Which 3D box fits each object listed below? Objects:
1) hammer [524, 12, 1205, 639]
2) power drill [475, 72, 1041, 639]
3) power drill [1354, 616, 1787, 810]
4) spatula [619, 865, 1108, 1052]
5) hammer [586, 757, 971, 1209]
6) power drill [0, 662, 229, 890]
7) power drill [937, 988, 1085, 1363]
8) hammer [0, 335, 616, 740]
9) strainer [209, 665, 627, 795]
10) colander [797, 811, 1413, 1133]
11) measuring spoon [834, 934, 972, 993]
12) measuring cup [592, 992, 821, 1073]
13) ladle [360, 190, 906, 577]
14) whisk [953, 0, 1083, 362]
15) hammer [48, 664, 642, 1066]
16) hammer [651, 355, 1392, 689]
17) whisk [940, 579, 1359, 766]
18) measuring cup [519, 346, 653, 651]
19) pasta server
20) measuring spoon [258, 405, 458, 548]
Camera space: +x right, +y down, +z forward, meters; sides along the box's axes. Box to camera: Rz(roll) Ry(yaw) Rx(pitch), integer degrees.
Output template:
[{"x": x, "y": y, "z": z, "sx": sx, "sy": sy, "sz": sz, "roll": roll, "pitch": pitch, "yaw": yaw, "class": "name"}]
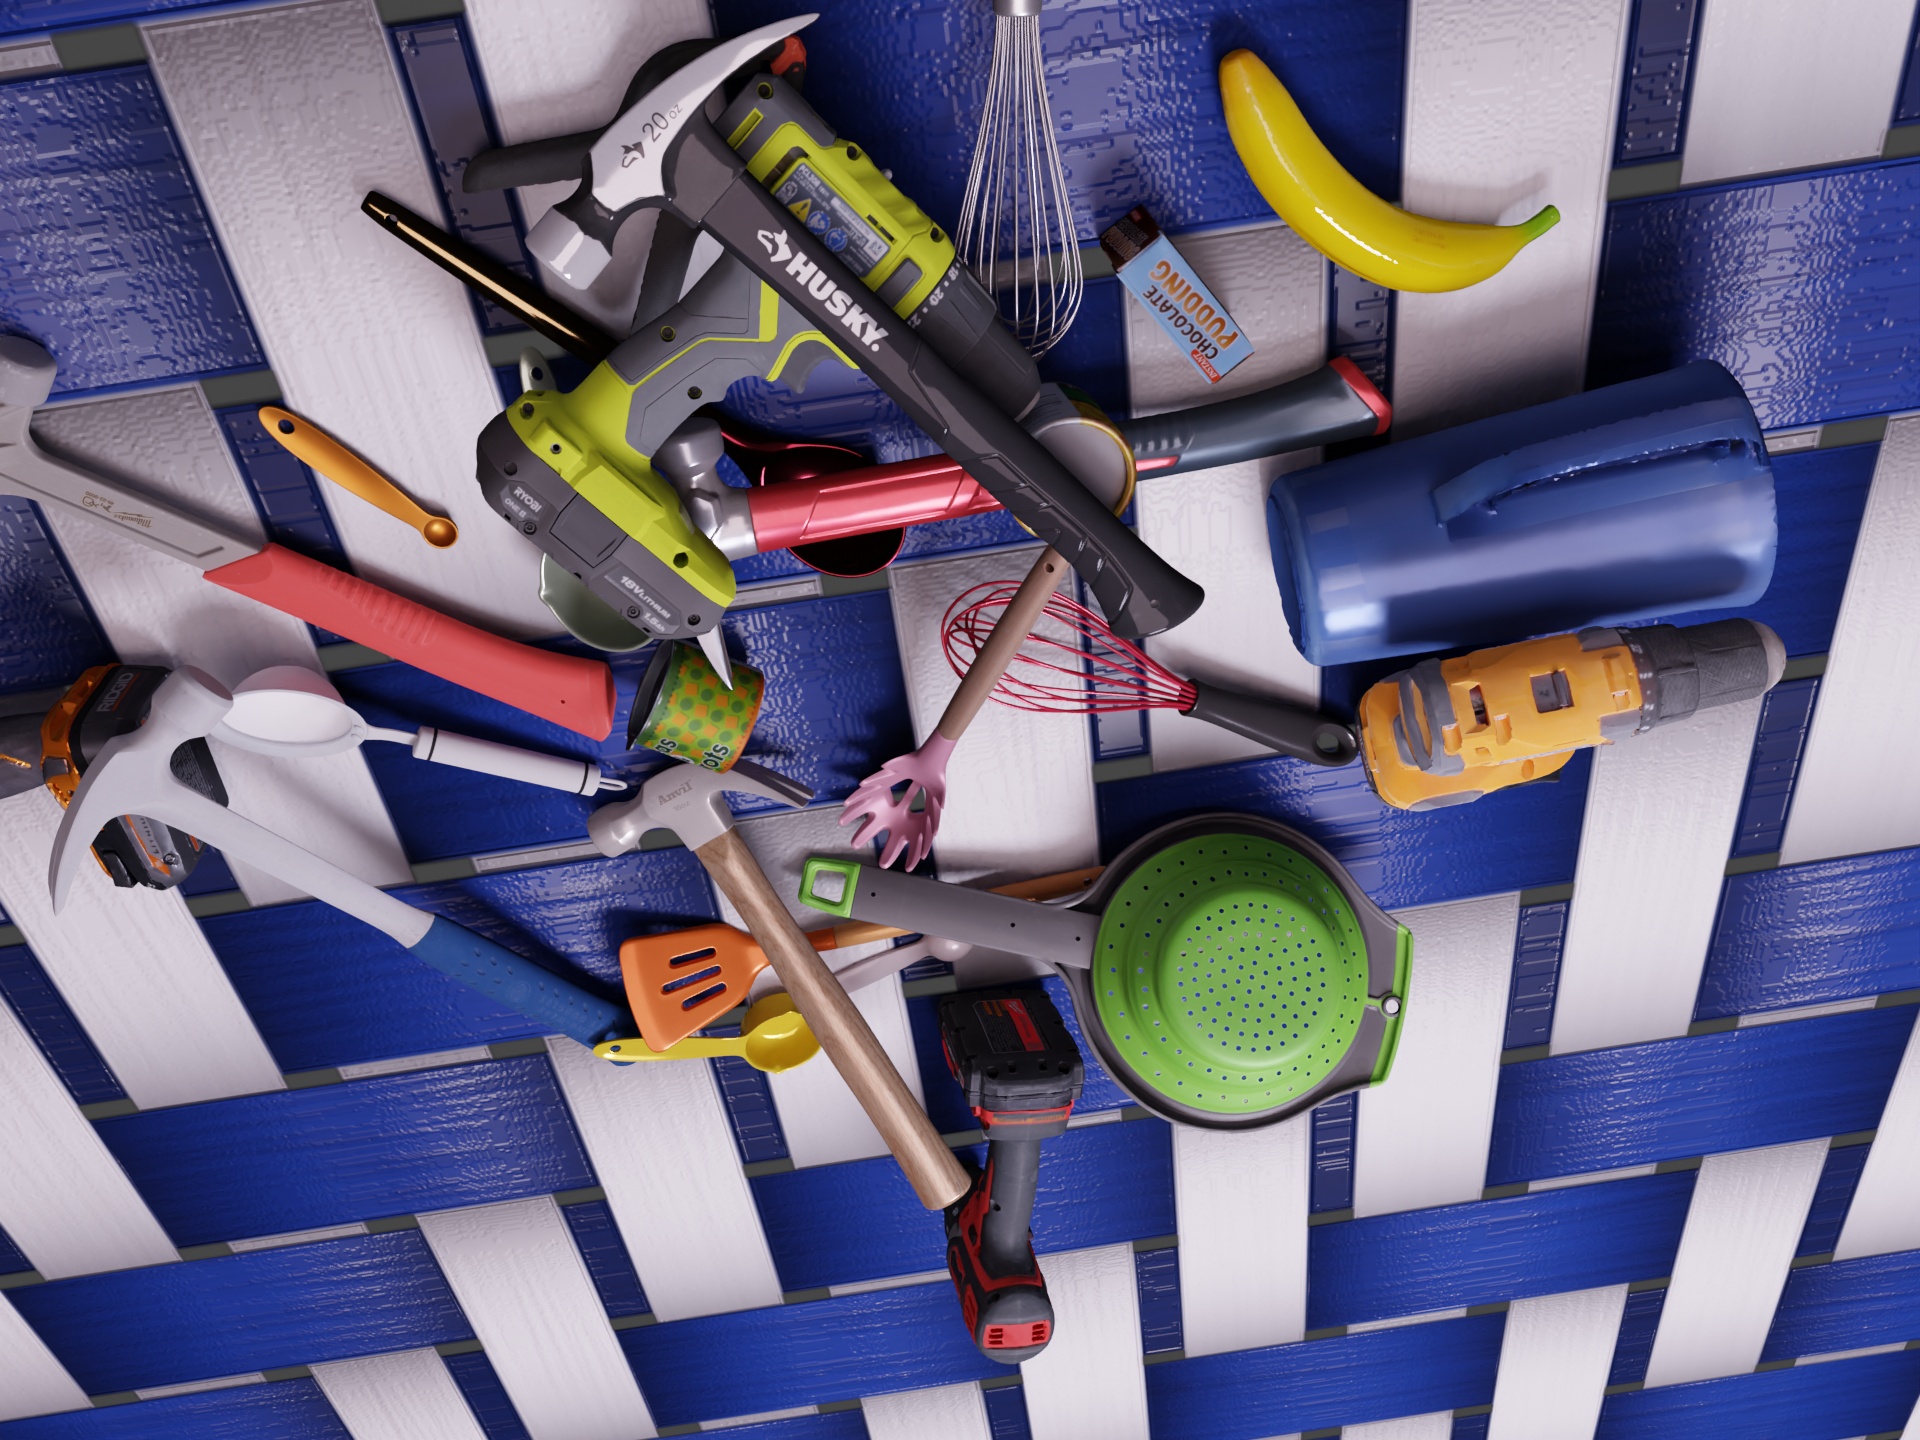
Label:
[{"x": -0.011, "y": -0.151, "z": 0.699, "sx": 0.334, "sy": 0.035, "sz": 0.146, "roll": 39, "pitch": 98, "yaw": -22, "class": "hammer"}, {"x": -0.092, "y": -0.151, "z": 0.741, "sx": 0.190, "sy": 0.080, "sz": 0.228, "roll": 41, "pitch": 100, "yaw": -21, "class": "power drill"}, {"x": 0.321, "y": -0.008, "z": 0.875, "sx": 0.185, "sy": 0.226, "sz": 0.084, "roll": -12, "pitch": 83, "yaw": 2, "class": "power drill"}, {"x": -0.059, "y": 0.141, "z": 1.047, "sx": 0.322, "sy": 0.041, "sz": 0.081, "roll": -13, "pitch": 101, "yaw": 1, "class": "spatula"}, {"x": -0.090, "y": 0.165, "z": 0.992, "sx": 0.130, "sy": 0.031, "sz": 0.331, "roll": -29, "pitch": 100, "yaw": 16, "class": "hammer"}, {"x": -0.549, "y": 0.046, "z": 0.903, "sx": 0.226, "sy": 0.084, "sz": 0.164, "roll": -2, "pitch": 127, "yaw": 0, "class": "power drill"}, {"x": 0.023, "y": 0.303, "z": 1.115, "sx": 0.080, "sy": 0.188, "sz": 0.226, "roll": -1, "pitch": 108, "yaw": -12, "class": "power drill"}, {"x": -0.360, "y": -0.065, "z": 0.868, "sx": 0.358, "sy": 0.037, "sz": 0.149, "roll": 25, "pitch": 120, "yaw": -21, "class": "hammer"}, {"x": -0.320, "y": 0.010, "z": 0.925, "sx": 0.258, "sy": 0.050, "sz": 0.087, "roll": 15, "pitch": 149, "yaw": -23, "class": "strainer"}, {"x": 0.092, "y": 0.140, "z": 0.985, "sx": 0.397, "sy": 0.094, "sz": 0.204, "roll": 12, "pitch": 83, "yaw": 1, "class": "colander"}, {"x": -0.047, "y": 0.170, "z": 1.083, "sx": 0.124, "sy": 0.018, "sz": 0.034, "roll": -25, "pitch": 125, "yaw": 13, "class": "measuring spoon"}, {"x": -0.171, "y": 0.212, "z": 1.080, "sx": 0.156, "sy": 0.029, "sz": 0.062, "roll": 1, "pitch": 126, "yaw": -18, "class": "measuring cup"}, {"x": -0.160, "y": -0.172, "z": 0.819, "sx": 0.315, "sy": 0.031, "sz": 0.069, "roll": 32, "pitch": 108, "yaw": -23, "class": "ladle"}, {"x": 0.025, "y": -0.298, "z": 0.731, "sx": 0.070, "sy": 0.070, "sz": 0.284, "roll": -3, "pitch": 121, "yaw": -4, "class": "whisk"}, {"x": -0.337, "y": 0.125, "z": 0.952, "sx": 0.144, "sy": 0.035, "sz": 0.405, "roll": -49, "pitch": 133, "yaw": -1, "class": "hammer"}, {"x": 0.040, "y": -0.119, "z": 0.845, "sx": 0.386, "sy": 0.038, "sz": 0.143, "roll": -11, "pitch": 117, "yaw": -5, "class": "hammer"}, {"x": 0.119, "y": -0.018, "z": 0.944, "sx": 0.295, "sy": 0.073, "sz": 0.073, "roll": 16, "pitch": 123, "yaw": -24, "class": "whisk"}, {"x": -0.196, "y": -0.120, "z": 0.849, "sx": 0.083, "sy": 0.038, "sz": 0.167, "roll": -7, "pitch": 111, "yaw": 20, "class": "measuring cup"}, {"x": -0.001, "y": -0.003, "z": 0.886, "sx": 0.060, "sy": 0.040, "sz": 0.316, "roll": 35, "pitch": 145, "yaw": 2, "class": "pasta server"}, {"x": -0.317, "y": -0.130, "z": 0.844, "sx": 0.116, "sy": 0.011, "sz": 0.021, "roll": 36, "pitch": 115, "yaw": -23, "class": "measuring spoon"}]
